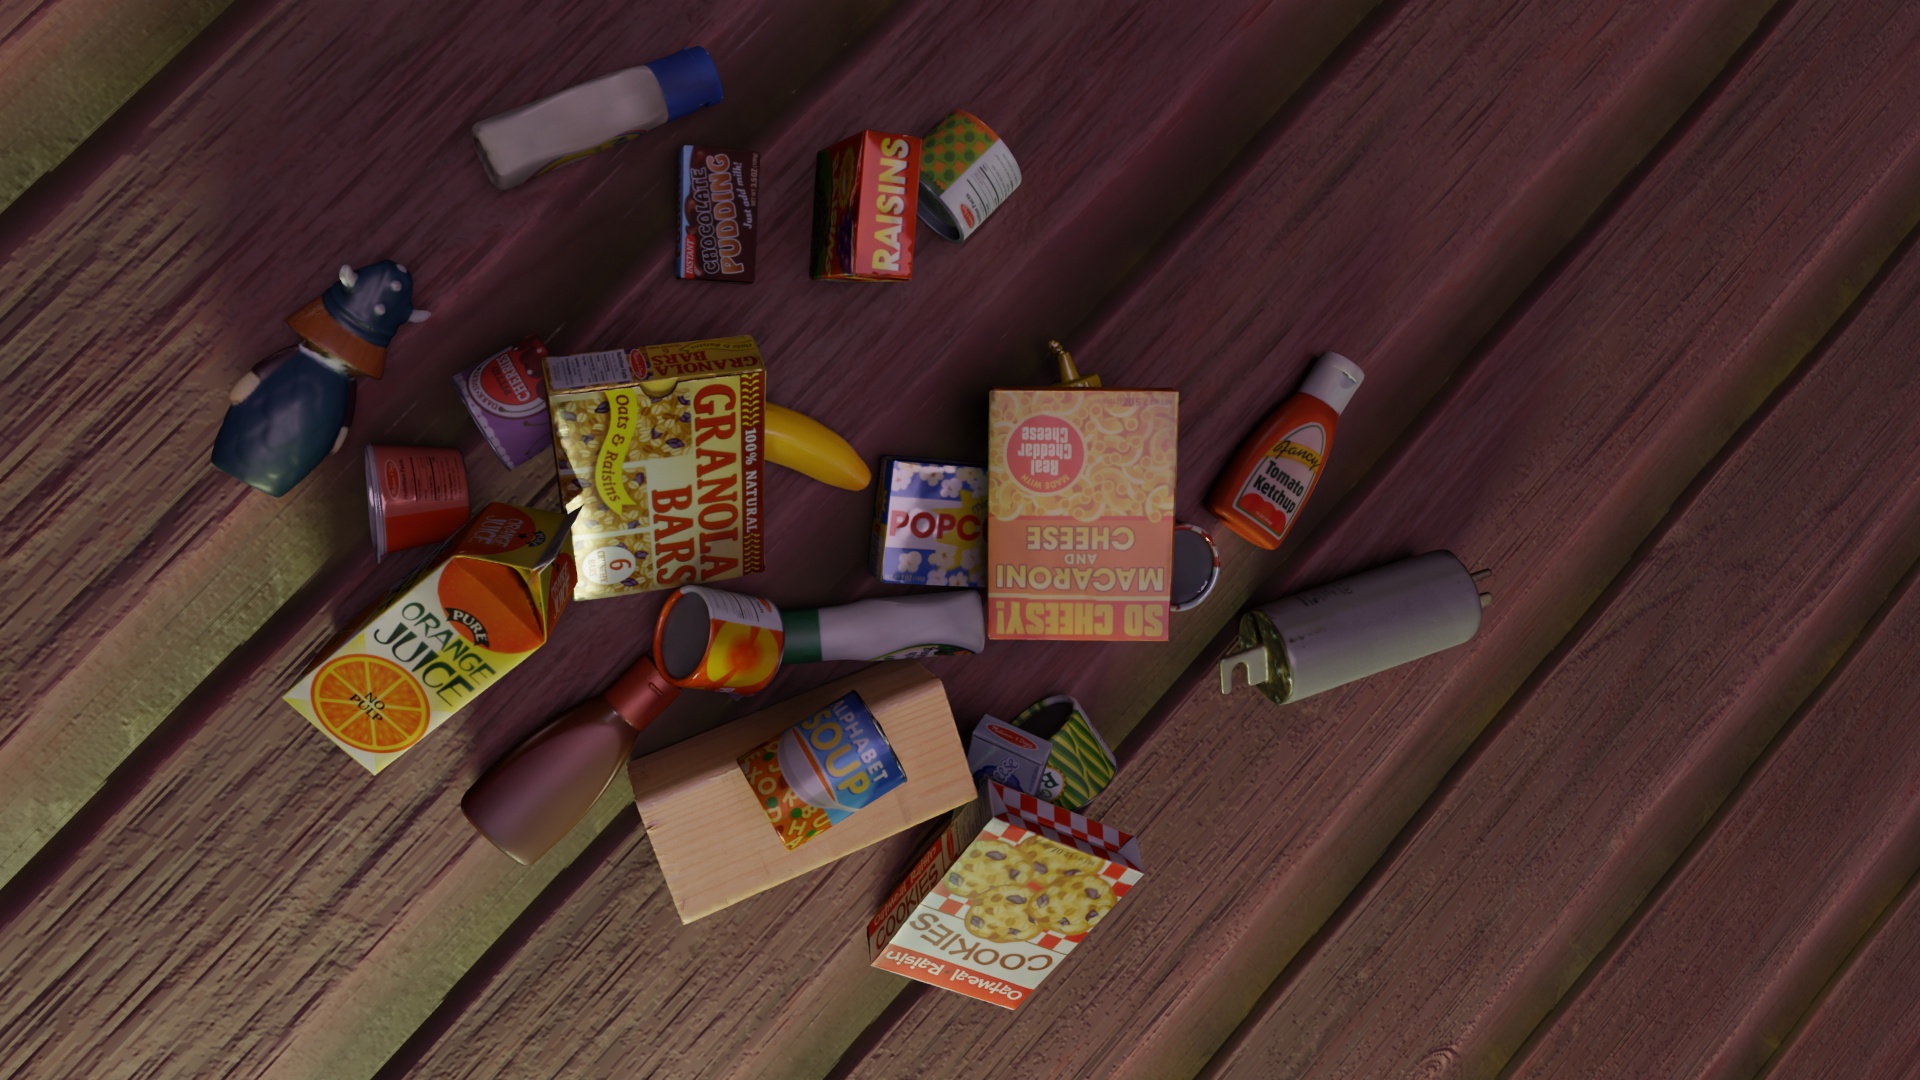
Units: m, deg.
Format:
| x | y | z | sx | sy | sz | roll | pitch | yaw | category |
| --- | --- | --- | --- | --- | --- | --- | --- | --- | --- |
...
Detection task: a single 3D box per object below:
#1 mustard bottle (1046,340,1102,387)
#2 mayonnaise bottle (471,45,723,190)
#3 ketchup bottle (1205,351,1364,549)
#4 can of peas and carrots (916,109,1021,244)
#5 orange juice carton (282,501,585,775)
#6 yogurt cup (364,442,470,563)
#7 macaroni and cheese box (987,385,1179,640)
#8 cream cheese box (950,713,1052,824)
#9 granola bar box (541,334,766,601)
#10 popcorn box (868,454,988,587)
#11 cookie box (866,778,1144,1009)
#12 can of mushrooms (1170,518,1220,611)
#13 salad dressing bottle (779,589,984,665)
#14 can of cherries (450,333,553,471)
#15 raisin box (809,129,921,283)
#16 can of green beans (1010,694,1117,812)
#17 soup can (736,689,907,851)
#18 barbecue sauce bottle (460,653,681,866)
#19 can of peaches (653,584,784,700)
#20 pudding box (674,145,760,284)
| x | y | z | sx | sy | sz | roll | pitch | yaw | category |
| --- | --- | --- | --- | --- | --- | --- | --- | --- | --- |
| 0.092 | -0.065 | 0.971 | 0.049 | 0.065 | 0.160 | -20 | 101 | -10 | mustard bottle |
| -0.218 | -0.257 | 0.839 | 0.148 | 0.065 | 0.041 | -27 | 105 | -17 | mayonnaise bottle |
| 0.245 | -0.070 | 1.032 | 0.064 | 0.043 | 0.149 | 34 | 86 | -20 | ketchup bottle |
| -0.004 | -0.240 | 0.911 | 0.059 | 0.071 | 0.071 | -46 | 109 | -7 | can of peas and carrots |
| -0.295 | 0.047 | 0.814 | 0.192 | 0.072 | 0.073 | -36 | 110 | 17 | orange juice carton |
| -0.327 | -0.027 | 0.836 | 0.054 | 0.072 | 0.072 | -7 | 101 | -26 | yogurt cup |
| 0.080 | -0.019 | 0.925 | 0.124 | 0.040 | 0.166 | 1 | 100 | 1 | macaroni and cheese box |
| 0.028 | 0.173 | 0.969 | 0.053 | 0.024 | 0.103 | 23 | 129 | 14 | cream cheese box |
| -0.183 | -0.041 | 0.851 | 0.124 | 0.039 | 0.164 | -9 | 134 | -17 | granola bar box |
| 0.003 | -0.012 | 0.962 | 0.127 | 0.038 | 0.085 | 3 | 97 | -19 | popcorn box |
| 0.028 | 0.251 | 0.972 | 0.123 | 0.040 | 0.166 | 25 | 119 | -20 | cookie box |
| 0.154 | 0.016 | 1.020 | 0.071 | 0.033 | 0.071 | -3 | 100 | -18 | can of mushrooms |
| -0.059 | 0.061 | 0.942 | 0.148 | 0.064 | 0.044 | -4 | 84 | -8 | salad dressing bottle |
| -0.266 | -0.085 | 0.843 | 0.058 | 0.071 | 0.071 | -31 | 107 | -12 | can of cherries |
| -0.062 | -0.205 | 0.865 | 0.040 | 0.123 | 0.086 | 3 | 98 | -19 | raisin box |
| 0.070 | 0.153 | 0.995 | 0.071 | 0.071 | 0.057 | -37 | 108 | -10 | can of green beans |
| -0.084 | 0.139 | 0.843 | 0.084 | 0.071 | 0.071 | -30 | 107 | -12 | soup can |
| -0.247 | 0.137 | 0.899 | 0.149 | 0.044 | 0.064 | -44 | 110 | -8 | barbecue sauce bottle |
| -0.157 | 0.067 | 0.896 | 0.058 | 0.071 | 0.071 | 16 | 94 | -45 | can of peaches |
| -0.155 | -0.207 | 0.883 | 0.050 | 0.030 | 0.083 | 1 | 98 | -18 | pudding box |
